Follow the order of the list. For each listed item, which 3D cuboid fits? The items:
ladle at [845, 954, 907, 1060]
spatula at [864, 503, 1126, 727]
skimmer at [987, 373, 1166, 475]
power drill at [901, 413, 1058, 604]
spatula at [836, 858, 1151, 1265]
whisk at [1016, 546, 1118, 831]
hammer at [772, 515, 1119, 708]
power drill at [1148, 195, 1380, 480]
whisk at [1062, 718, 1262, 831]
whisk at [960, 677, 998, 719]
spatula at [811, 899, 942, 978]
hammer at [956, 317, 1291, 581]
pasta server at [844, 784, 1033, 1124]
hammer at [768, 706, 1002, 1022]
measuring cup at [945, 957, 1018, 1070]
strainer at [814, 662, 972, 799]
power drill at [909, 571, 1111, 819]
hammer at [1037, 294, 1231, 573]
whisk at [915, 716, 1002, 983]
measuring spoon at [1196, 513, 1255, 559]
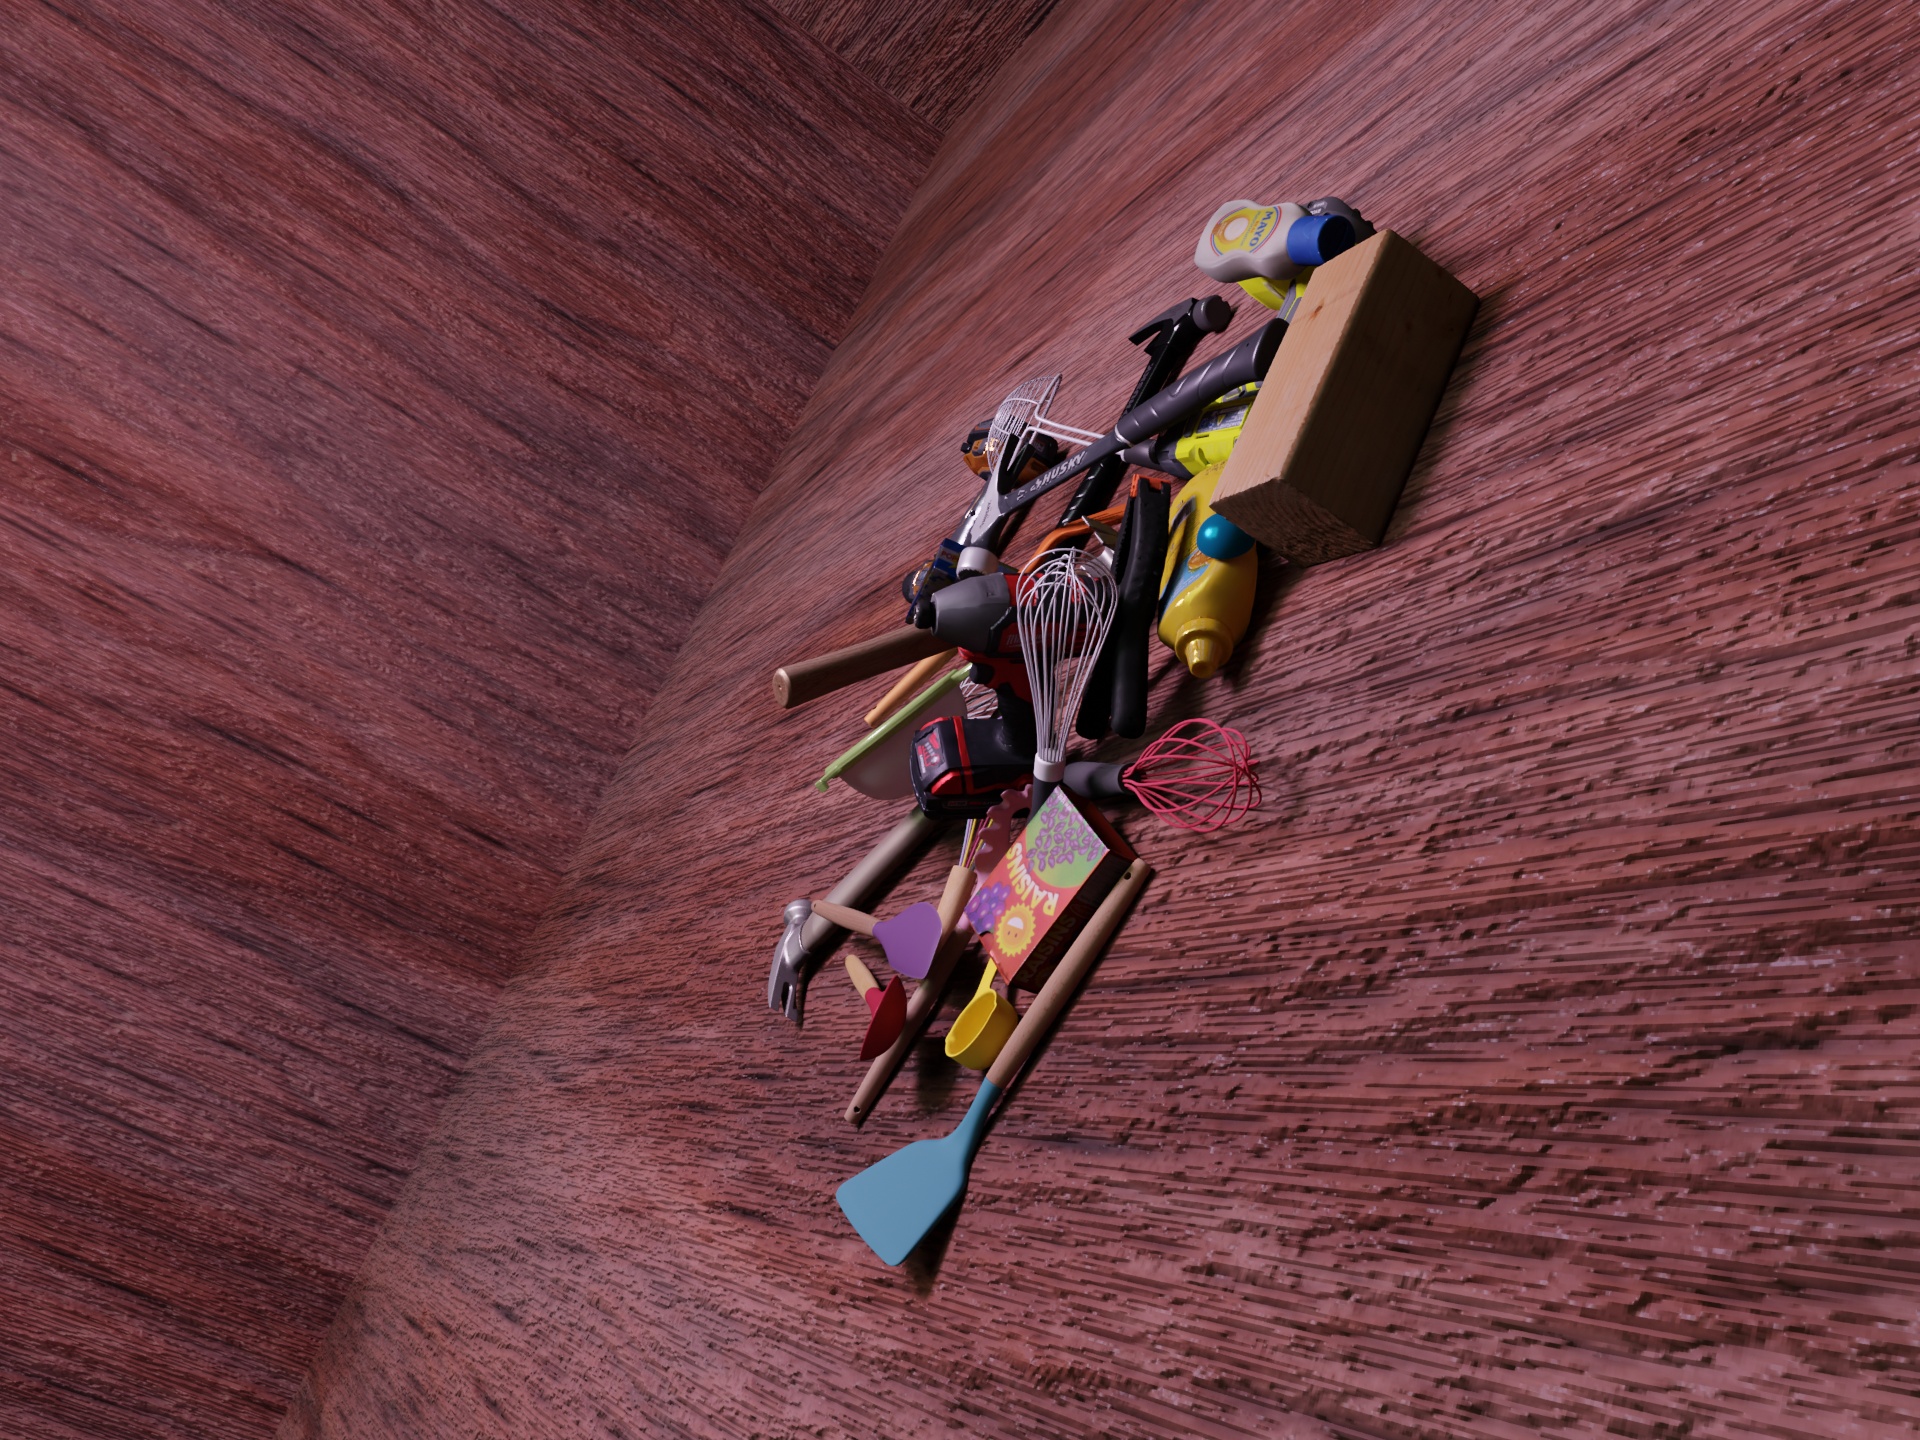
[{"bbox_3d":[-0.077,0.225,1.322,0.315,0.031,0.069,-175,109,-81],"label":"ladle"},{"bbox_3d":[0.041,-0.101,1.426,0.322,0.041,0.081,-43,17,-4],"label":"spatula"},{"bbox_3d":[0.139,-0.249,1.475,0.364,0.090,0.127,29,92,52],"label":"skimmer"},{"bbox_3d":[0.009,-0.218,1.773,0.226,0.084,0.185,-65,18,-4],"label":"power drill"},{"bbox_3d":[0.032,0.225,1.087,0.317,0.044,0.082,-56,42,2],"label":"spatula"},{"bbox_3d":[0.069,0.005,1.147,0.070,0.070,0.284,-92,5,-58],"label":"whisk"},{"bbox_3d":[0.005,-0.076,1.247,0.031,0.331,0.130,53,149,28],"label":"hammer"},{"bbox_3d":[0.241,-0.295,1.275,0.171,0.080,0.223,4,66,58],"label":"power drill"},{"bbox_3d":[0.128,0.041,1.107,0.073,0.073,0.296,-63,14,-11],"label":"whisk"},{"bbox_3d":[-0.008,-0.003,1.542,0.058,0.059,0.246,-27,-2,-29],"label":"whisk"},{"bbox_3d":[-0.076,0.174,1.360,0.316,0.018,0.060,-2,67,68],"label":"spatula"},{"bbox_3d":[0.128,-0.233,1.315,0.409,0.036,0.149,-23,46,56],"label":"hammer"},{"bbox_3d":[-0.011,0.189,1.261,0.316,0.060,0.040,-60,-8,7],"label":"pasta server"},{"bbox_3d":[-0.053,0.116,1.475,0.410,0.038,0.146,-47,21,29],"label":"hammer"},{"bbox_3d":[0.032,0.195,1.177,0.062,0.029,0.157,-41,14,40],"label":"measuring cup"},{"bbox_3d":[-0.002,-0.004,1.399,0.256,0.069,0.151,-36,3,18],"label":"strainer"},{"bbox_3d":[0.025,-0.022,1.221,0.219,0.143,0.079,102,163,-45],"label":"power drill"},{"bbox_3d":[0.146,-0.261,1.553,0.335,0.035,0.146,-61,20,-6],"label":"hammer"},{"bbox_3d":[0.014,0.107,1.331,0.047,0.051,0.245,99,-169,-73],"label":"whisk"},{"bbox_3d":[0.222,-0.159,1.141,0.128,0.021,0.042,-35,47,-16],"label":"measuring spoon"}]
